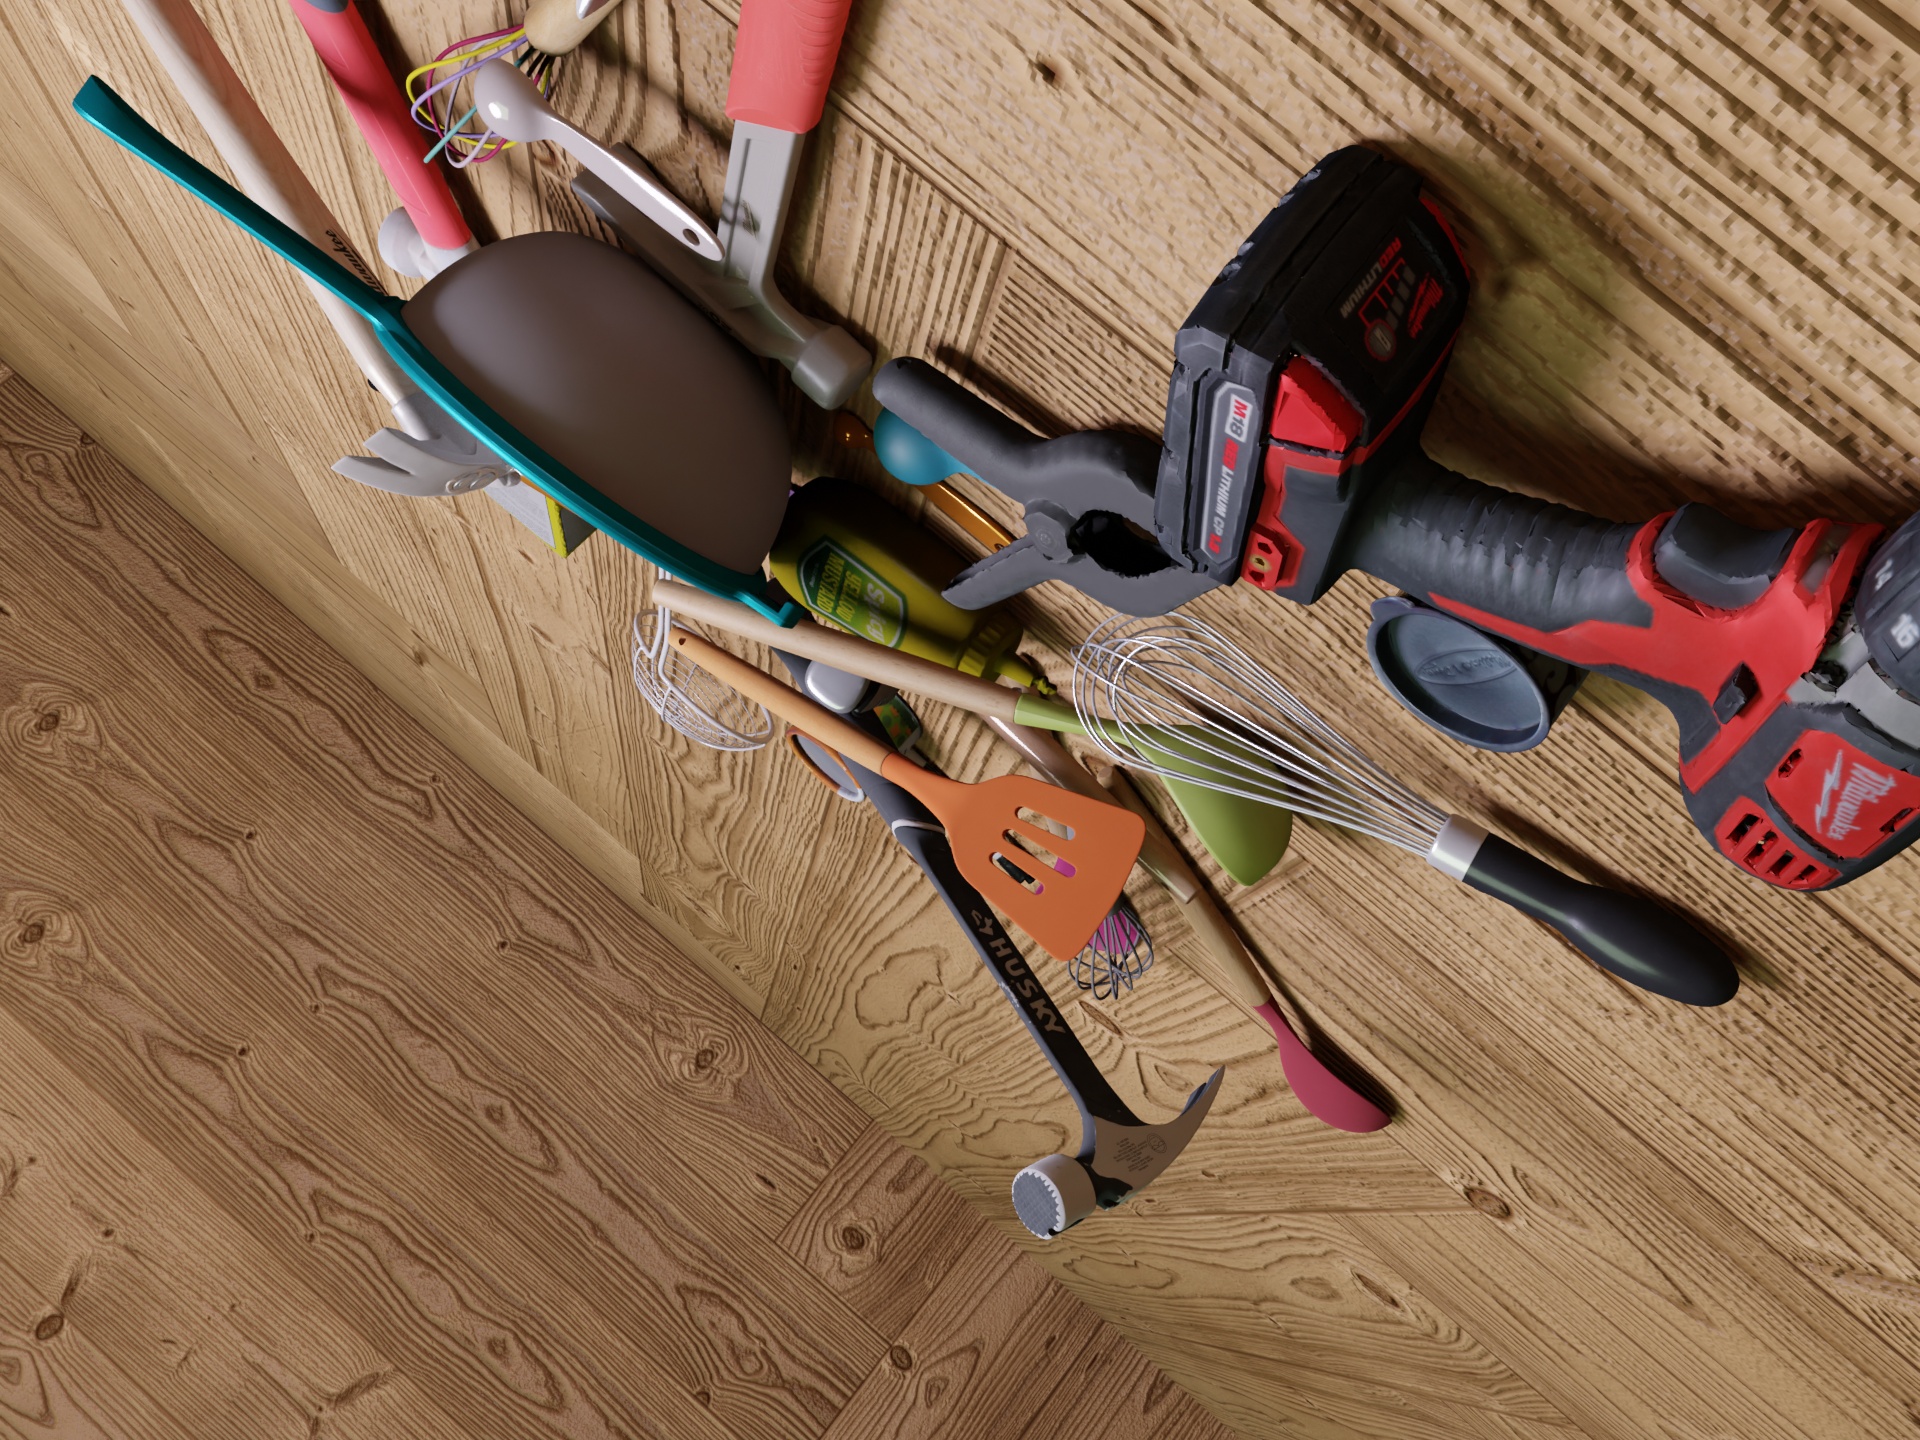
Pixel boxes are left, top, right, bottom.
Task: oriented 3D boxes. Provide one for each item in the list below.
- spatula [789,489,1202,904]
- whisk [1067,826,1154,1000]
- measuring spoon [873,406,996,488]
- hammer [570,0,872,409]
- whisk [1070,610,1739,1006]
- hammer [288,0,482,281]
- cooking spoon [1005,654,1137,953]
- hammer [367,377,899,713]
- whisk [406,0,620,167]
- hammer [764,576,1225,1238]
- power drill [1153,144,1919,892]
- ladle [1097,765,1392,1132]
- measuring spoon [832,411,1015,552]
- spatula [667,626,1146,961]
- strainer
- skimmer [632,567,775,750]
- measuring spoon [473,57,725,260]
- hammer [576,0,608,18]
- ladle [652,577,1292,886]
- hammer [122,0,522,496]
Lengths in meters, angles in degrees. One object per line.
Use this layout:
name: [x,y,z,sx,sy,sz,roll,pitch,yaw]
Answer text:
spatula: [0.006,-0.019,0.823,0.316,0.018,0.059,44,163,17]
whisk: [0.080,0.101,0.917,0.055,0.055,0.238,32,157,26]
measuring spoon: [0.008,-0.101,0.683,0.129,0.021,0.042,30,157,31]
hammer: [-0.065,-0.229,0.528,0.149,0.037,0.359,42,161,-1]
whisk: [0.167,0.034,0.630,0.285,0.070,0.070,29,158,19]
hammer: [-0.288,-0.335,0.726,0.143,0.038,0.385,30,158,26]
cooking spoon: [0.061,0.061,0.935,0.069,0.017,0.318,10,149,21]
hammer: [-0.174,-0.108,0.855,0.337,0.034,0.127,33,-169,7]
whisk: [-0.177,-0.272,0.642,0.245,0.051,0.047,2,131,57]
hammer: [-0.008,0.075,0.873,0.409,0.149,0.036,56,134,23]
power drill: [0.167,-0.057,0.400,0.227,0.080,0.187,32,159,17]
ladle: [0.161,0.141,0.908,0.315,0.031,0.069,53,159,-26]
measuring spoon: [-0.015,-0.104,0.736,0.117,0.011,0.021,38,161,9]
spatula: [-0.049,0.016,0.844,0.323,0.081,0.041,29,180,36]
strainer: [-0.192,-0.183,0.687,0.340,0.095,0.211,35,-171,-36]
skimmer: [-0.161,-0.096,1.005,0.127,0.090,0.363,51,154,20]
measuring spoon: [-0.145,-0.216,0.626,0.124,0.018,0.034,37,156,5]
hammer: [-0.259,-0.360,0.531,0.406,0.035,0.144,28,149,19]
ladle: [-0.001,-0.002,0.735,0.320,0.062,0.078,18,-168,12]
hammer: [-0.345,-0.284,0.740,0.410,0.038,0.146,57,-167,-2]
